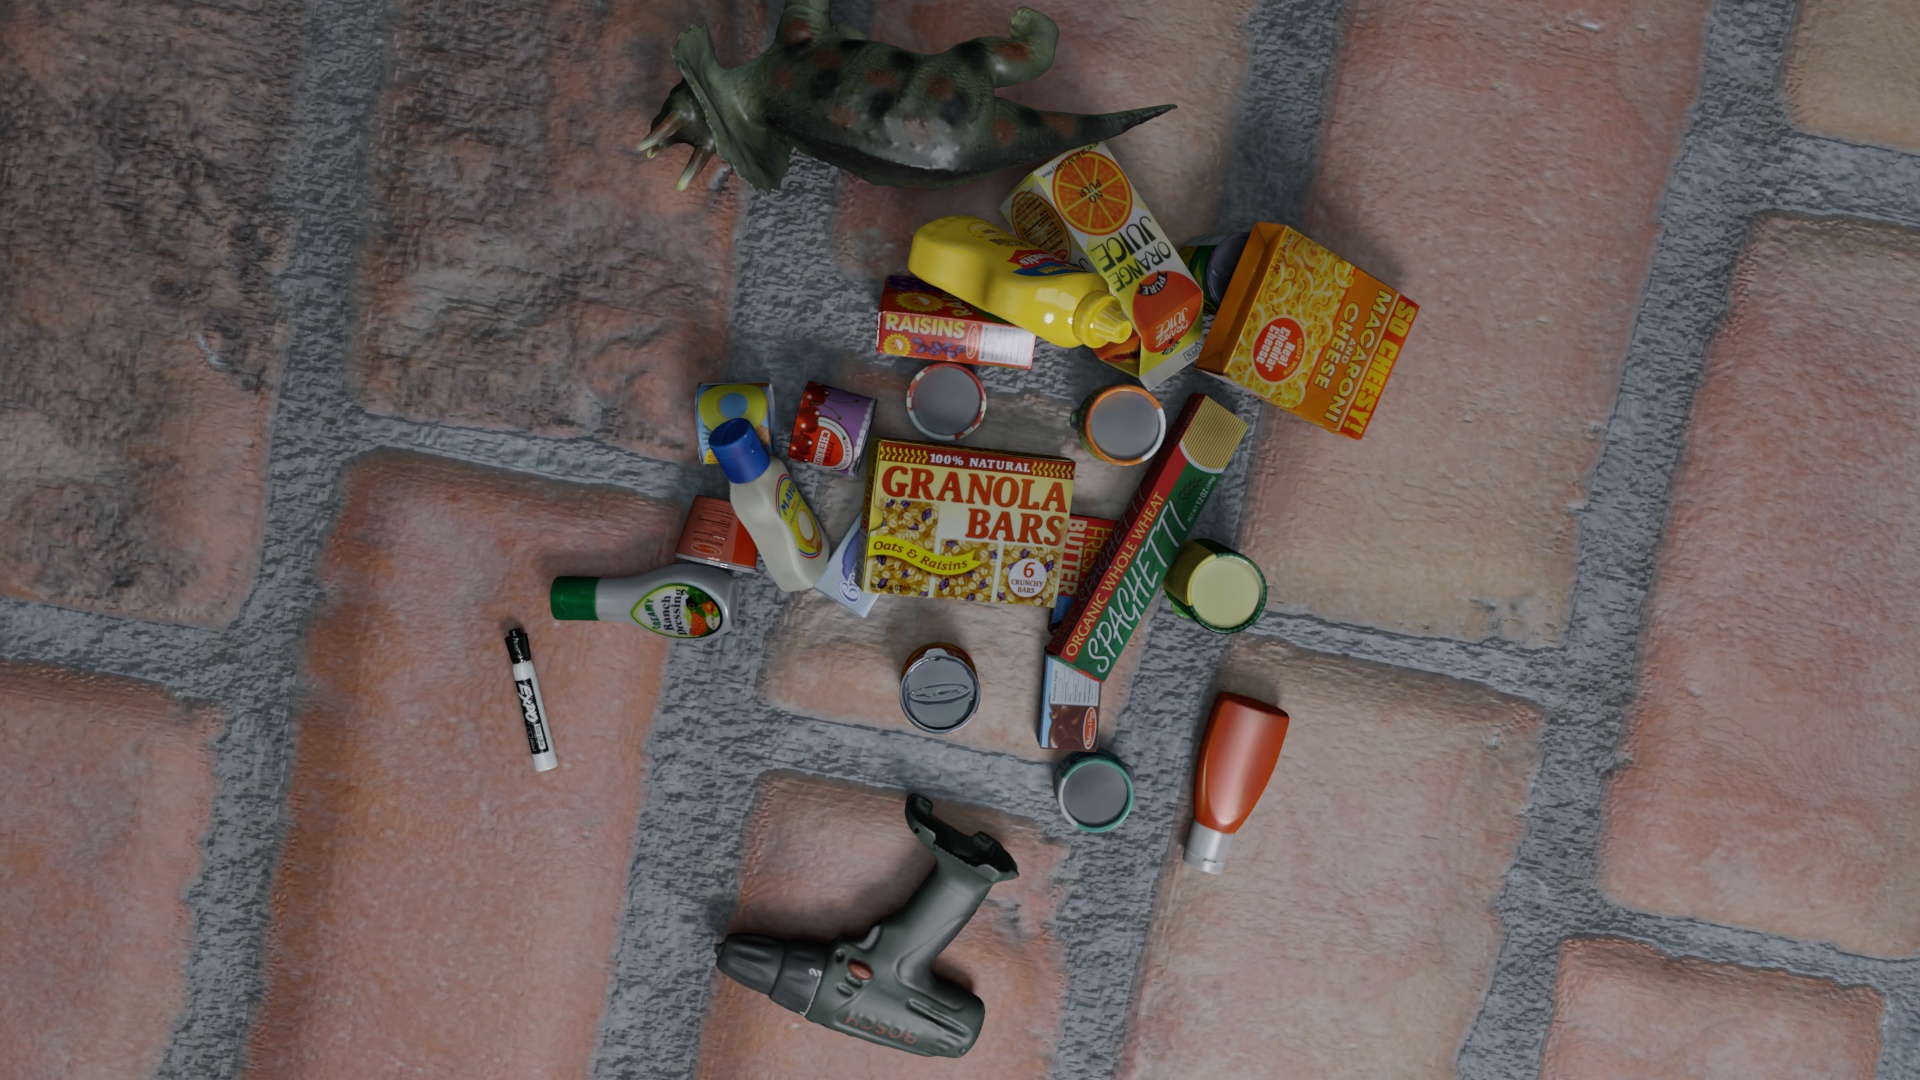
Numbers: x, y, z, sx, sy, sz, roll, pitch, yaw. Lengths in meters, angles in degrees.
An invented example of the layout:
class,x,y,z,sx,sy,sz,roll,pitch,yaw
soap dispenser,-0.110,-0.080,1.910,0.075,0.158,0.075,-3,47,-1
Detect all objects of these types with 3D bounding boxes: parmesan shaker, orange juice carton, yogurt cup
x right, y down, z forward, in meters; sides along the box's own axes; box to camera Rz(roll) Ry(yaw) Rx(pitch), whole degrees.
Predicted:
class,x,y,z,sx,sy,sz,roll,pitch,yaw
parmesan shaker,0.204,0.038,1.128,0.071,0.103,0.071,0,96,-2
orange juice carton,0.121,-0.214,1.103,0.072,0.073,0.192,-36,95,-22
yogurt cup,-0.194,-0.006,1.130,0.072,0.072,0.054,12,87,-3

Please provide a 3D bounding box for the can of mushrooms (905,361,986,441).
class,x,y,z,sx,sy,sz,roll,pitch,yaw
can of mushrooms,-0.011,-0.116,1.140,0.071,0.033,0.071,0,96,-1

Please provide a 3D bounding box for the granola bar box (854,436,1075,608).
class,x,y,z,sx,sy,sz,roll,pitch,yaw
granola bar box,0.004,-0.014,1.129,0.166,0.039,0.124,5,98,-15

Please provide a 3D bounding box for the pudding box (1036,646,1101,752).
class,x,y,z,sx,sy,sz,roll,pitch,yaw
pudding box,0.092,0.134,1.170,0.050,0.030,0.083,3,96,-4

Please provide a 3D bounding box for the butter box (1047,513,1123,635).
class,x,y,z,sx,sy,sz,roll,pitch,yaw
butter box,0.106,0.031,1.164,0.053,0.024,0.103,7,96,-3

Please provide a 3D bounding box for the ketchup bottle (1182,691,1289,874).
class,x,y,z,sx,sy,sz,roll,pitch,yaw
ketchup bottle,0.227,0.207,1.176,0.065,0.043,0.148,17,95,-3

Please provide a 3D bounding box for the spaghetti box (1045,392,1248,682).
class,x,y,z,sx,sy,sz,roll,pitch,yaw
spaghetti box,0.154,-0.002,1.139,0.050,0.028,0.250,31,86,-19

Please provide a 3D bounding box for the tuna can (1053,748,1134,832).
class,x,y,z,sx,sy,sz,roll,pitch,yaw
tuna can,0.115,0.211,1.177,0.071,0.033,0.071,0,96,-2

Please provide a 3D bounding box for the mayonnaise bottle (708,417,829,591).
class,x,y,z,sx,sy,sz,roll,pitch,yaw
mayonnaise bottle,-0.151,-0.030,1.096,0.041,0.065,0.147,-7,131,21

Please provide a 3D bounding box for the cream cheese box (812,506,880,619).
class,x,y,z,sx,sy,sz,roll,pitch,yaw
cream cheese box,-0.074,0.008,1.154,0.053,0.024,0.103,33,94,-5

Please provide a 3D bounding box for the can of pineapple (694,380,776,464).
class,x,y,z,sx,sy,sz,roll,pitch,yaw
can of pineapple,-0.180,-0.093,1.118,0.058,0.071,0.071,-3,96,-2

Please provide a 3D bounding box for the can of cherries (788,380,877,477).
class,x,y,z,sx,sy,sz,roll,pitch,yaw
can of cherries,-0.103,-0.089,1.120,0.058,0.071,0.071,16,95,-3

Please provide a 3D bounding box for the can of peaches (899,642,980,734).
class,x,y,z,sx,sy,sz,roll,pitch,yaw
can of peaches,-0.017,0.119,1.151,0.071,0.058,0.071,0,96,-1

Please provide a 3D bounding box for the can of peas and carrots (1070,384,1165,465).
class,x,y,z,sx,sy,sz,roll,pitch,yaw
can of peas and carrots,0.128,-0.095,1.134,0.071,0.059,0.071,0,96,-2

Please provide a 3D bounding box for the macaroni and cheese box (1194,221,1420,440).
class,x,y,z,sx,sy,sz,roll,pitch,yaw
macaroni and cheese box,0.278,-0.164,1.106,0.166,0.040,0.123,19,97,-34

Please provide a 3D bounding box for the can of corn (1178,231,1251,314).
class,x,y,z,sx,sy,sz,roll,pitch,yaw
can of corn,0.212,-0.212,1.118,0.071,0.058,0.071,-4,101,-21

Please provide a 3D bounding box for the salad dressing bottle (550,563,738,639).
class,x,y,z,sx,sy,sz,roll,pitch,yaw
salad dressing bottle,-0.259,0.049,1.140,0.148,0.044,0.064,1,120,2

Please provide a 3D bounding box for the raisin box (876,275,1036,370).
class,x,y,z,sx,sy,sz,roll,pitch,yaw
raisin box,-0.003,-0.174,1.105,0.123,0.086,0.039,6,120,-3
